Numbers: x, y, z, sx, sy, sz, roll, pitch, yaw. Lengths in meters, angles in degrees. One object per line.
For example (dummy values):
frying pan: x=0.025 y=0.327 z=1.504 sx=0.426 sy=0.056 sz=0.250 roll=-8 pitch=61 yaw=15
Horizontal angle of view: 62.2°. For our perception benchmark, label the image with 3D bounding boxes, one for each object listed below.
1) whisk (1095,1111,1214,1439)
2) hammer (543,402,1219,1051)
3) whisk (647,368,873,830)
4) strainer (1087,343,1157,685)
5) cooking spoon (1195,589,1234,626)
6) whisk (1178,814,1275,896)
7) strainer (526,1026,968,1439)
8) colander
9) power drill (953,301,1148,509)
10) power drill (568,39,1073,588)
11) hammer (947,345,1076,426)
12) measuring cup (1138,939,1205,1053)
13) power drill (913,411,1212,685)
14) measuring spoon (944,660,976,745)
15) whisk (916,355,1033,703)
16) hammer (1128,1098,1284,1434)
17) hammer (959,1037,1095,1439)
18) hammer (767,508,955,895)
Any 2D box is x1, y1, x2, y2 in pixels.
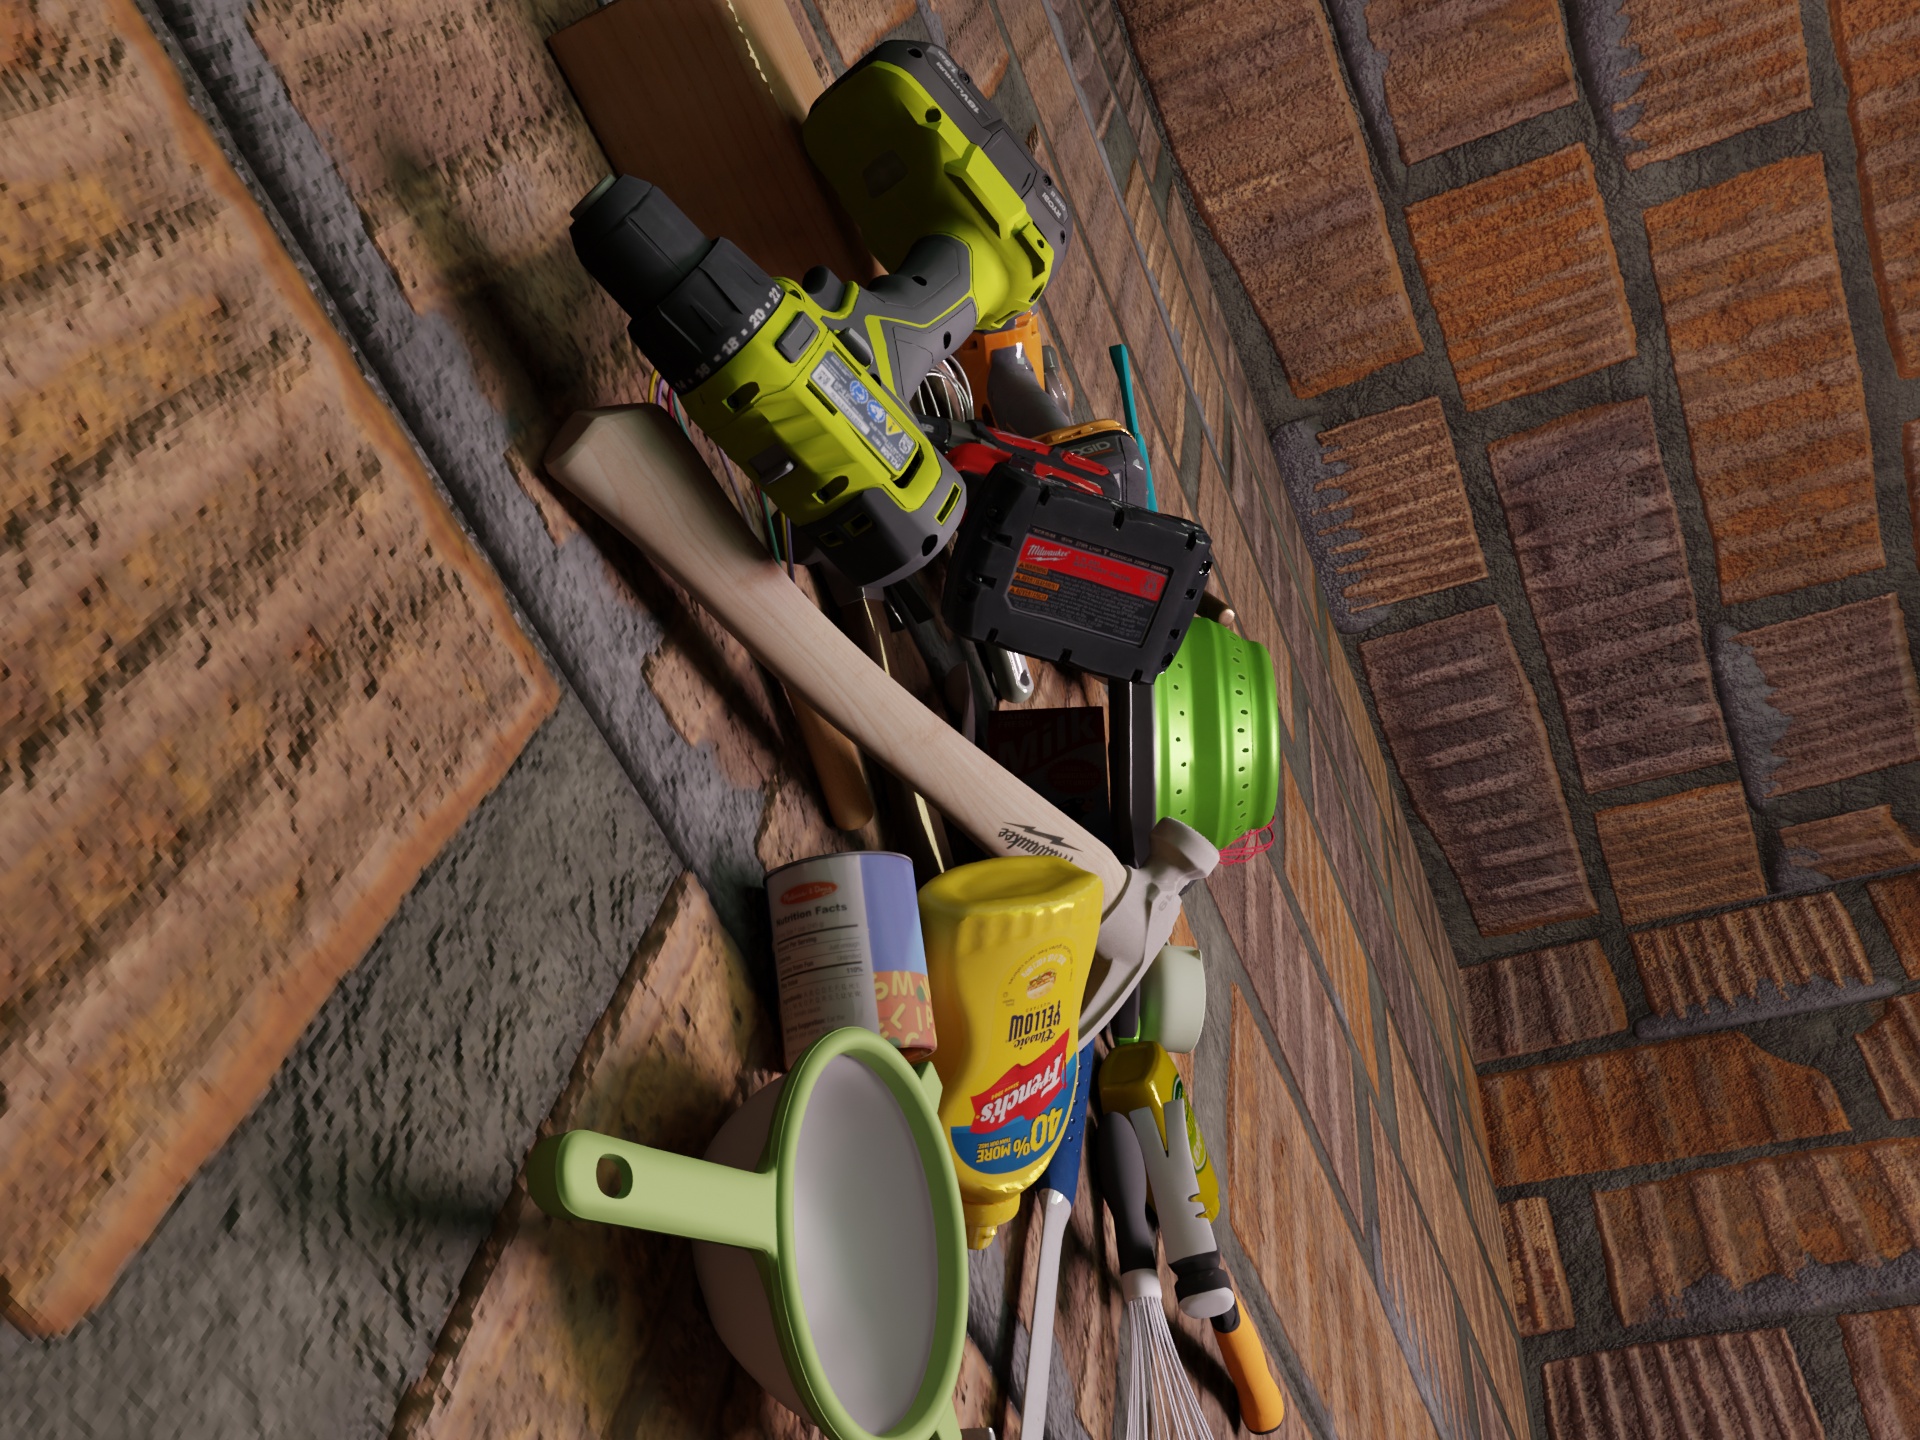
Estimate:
whisk: x=0.110 y=0.364 z=0.929 sx=0.070 sy=0.070 sz=0.285 roll=50 pitch=25 yaw=-48
hammer: x=-0.034 y=0.012 z=0.735 sx=0.410 sy=0.146 sz=0.038 roll=43 pitch=-11 yaw=-33
whisk: x=-0.091 y=-0.059 z=0.751 sx=0.047 sy=0.051 sz=0.245 roll=-36 pitch=114 yaw=-47
strainer: x=0.108 y=-0.166 z=1.268 sx=0.210 sy=0.095 sz=0.341 roll=66 pitch=17 yaw=-56
cooking spoon: x=0.102 y=-0.122 z=1.094 sx=0.319 sy=0.017 sz=0.068 roll=46 pitch=-55 yaw=58
whisk: x=0.226 y=0.114 z=1.437 sx=0.296 sy=0.073 sz=0.073 roll=-21 pitch=94 yaw=-64
strainer: x=-0.079 y=0.174 z=0.542 sx=0.256 sy=0.069 sz=0.152 roll=41 pitch=40 yaw=-56
colander: x=0.140 y=0.074 z=0.990 sx=0.205 sy=0.094 sz=0.396 roll=-86 pitch=174 yaw=-53
power drill: x=0.052 y=-0.168 z=1.066 sx=0.185 sy=0.084 sz=0.226 roll=82 pitch=-11 yaw=-47
power drill: x=-0.051 y=-0.193 z=0.686 sx=0.190 sy=0.080 sz=0.229 roll=46 pitch=48 yaw=-23
hammer: x=0.026 y=-0.262 z=1.224 sx=0.359 sy=0.037 sz=0.149 roll=11 pitch=64 yaw=-69
measuring cup: x=0.138 y=0.178 z=1.172 sx=0.168 sy=0.038 sz=0.083 roll=-109 pitch=-154 yaw=-63
power drill: x=0.013 y=-0.108 z=0.811 sx=0.227 sy=0.187 sz=0.080 roll=-118 pitch=-134 yaw=-64
measuring spoon: x=-0.001 y=-0.003 z=0.936 sx=0.124 sy=0.018 sz=0.034 roll=-88 pitch=168 yaw=-70
whisk: x=0.006 y=-0.125 z=1.047 sx=0.058 sy=0.059 sz=0.246 roll=-39 pitch=117 yaw=-52
hammer: x=0.168 y=0.375 z=1.021 sx=0.336 sy=0.034 sz=0.127 roll=67 pitch=8 yaw=-45
hammer: x=0.049 y=0.266 z=0.860 sx=0.406 sy=0.035 sz=0.144 roll=-77 pitch=145 yaw=-55
hammer: x=-0.024 y=0.048 z=0.847 sx=0.130 sy=0.031 sz=0.331 roll=-4 pitch=78 yaw=-69
